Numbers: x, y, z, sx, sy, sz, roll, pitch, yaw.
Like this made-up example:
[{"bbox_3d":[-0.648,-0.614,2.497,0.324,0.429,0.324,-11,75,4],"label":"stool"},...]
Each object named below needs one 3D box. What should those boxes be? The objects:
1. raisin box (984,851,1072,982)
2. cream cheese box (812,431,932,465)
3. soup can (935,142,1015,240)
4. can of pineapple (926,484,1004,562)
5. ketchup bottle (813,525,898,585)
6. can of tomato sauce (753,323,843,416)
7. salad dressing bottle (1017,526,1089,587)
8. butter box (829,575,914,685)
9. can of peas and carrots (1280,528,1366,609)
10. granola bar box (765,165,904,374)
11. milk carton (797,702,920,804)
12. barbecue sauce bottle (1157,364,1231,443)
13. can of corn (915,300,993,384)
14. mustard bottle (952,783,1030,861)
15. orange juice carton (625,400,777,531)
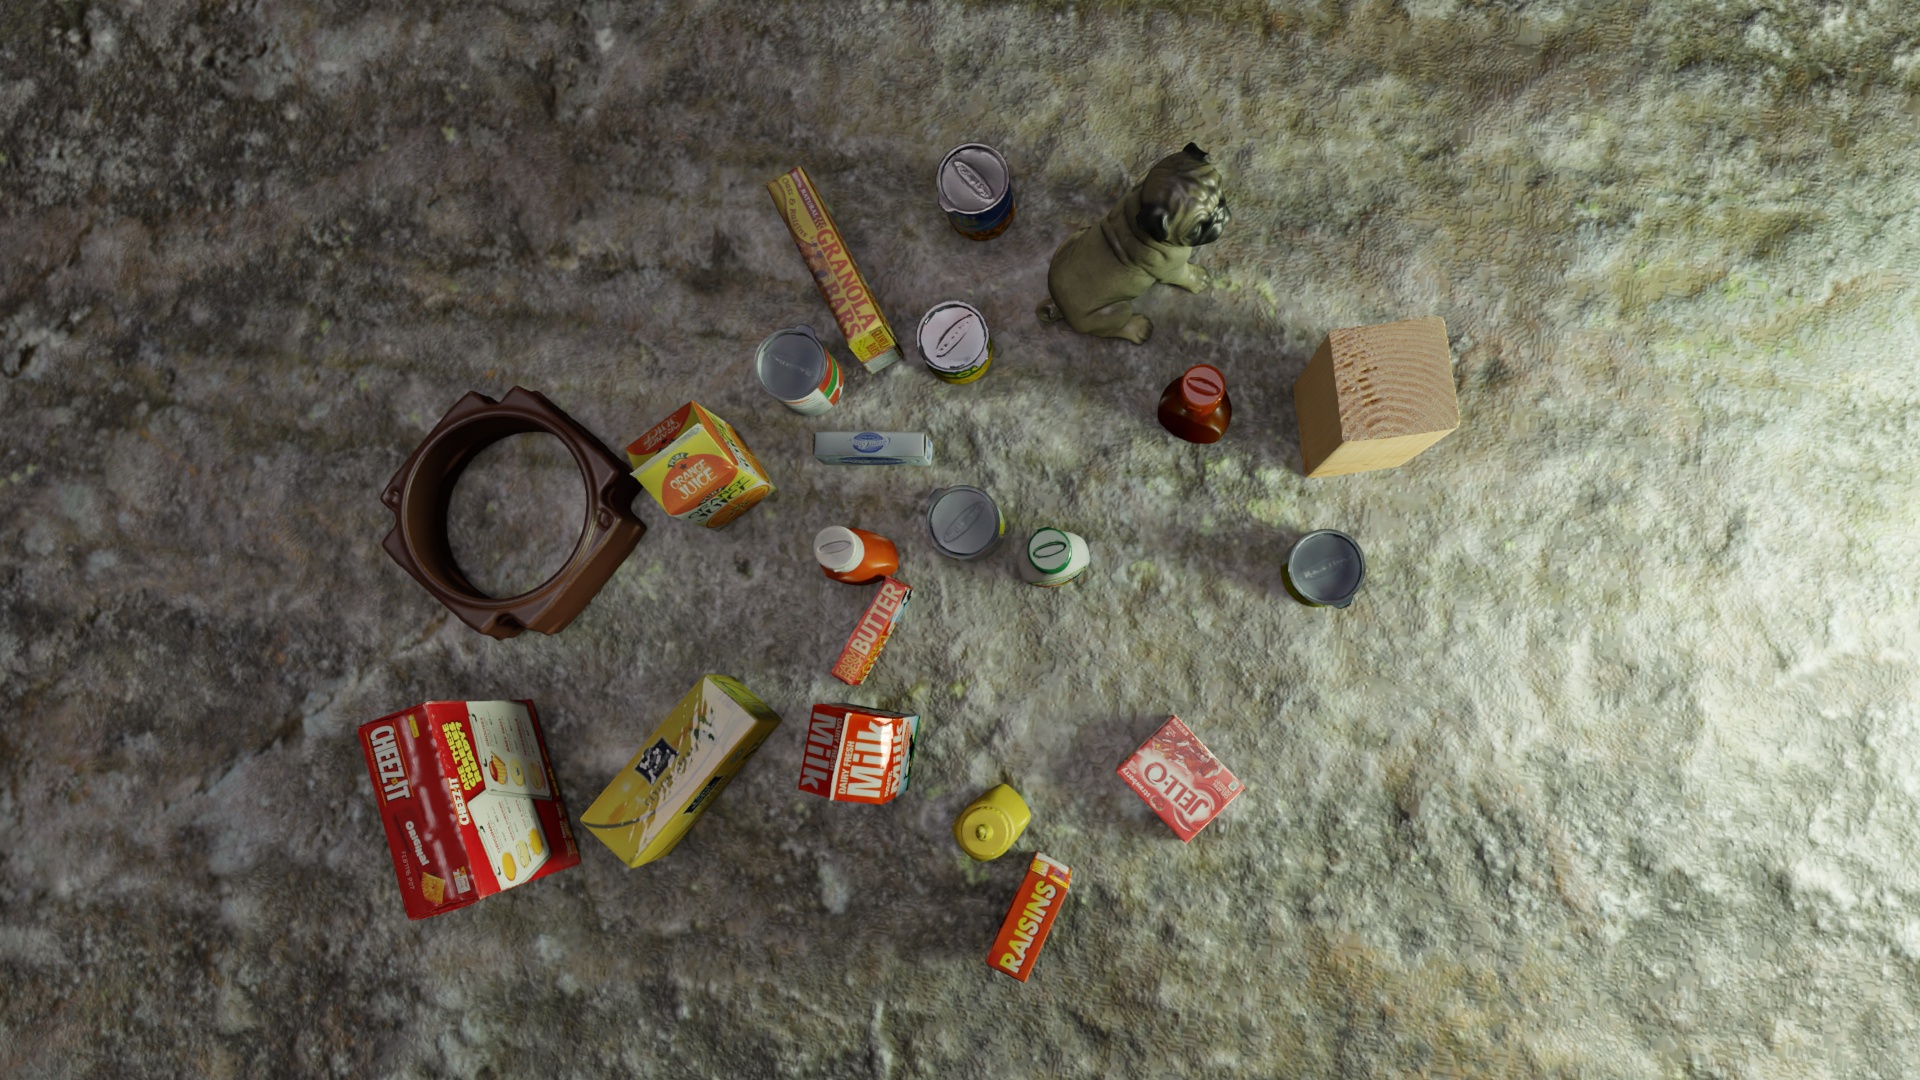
[{"bbox_3d":[0.060,0.317,1.180,0.040,0.123,0.086,26,88,8],"label":"raisin box"},{"bbox_3d":[-0.080,-0.084,1.273,0.104,0.053,0.024,1,85,6],"label":"cream cheese box"},{"bbox_3d":[0.013,-0.316,1.273,0.071,0.083,0.071,-1,84,6],"label":"soup can"},{"bbox_3d":[0.004,-0.016,1.254,0.071,0.058,0.071,-1,84,6],"label":"can of pineapple"},{"bbox_3d":[-0.096,0.013,1.216,0.065,0.148,0.043,-11,83,5],"label":"ketchup bottle"},{"bbox_3d":[-0.146,-0.155,1.272,0.071,0.083,0.071,-1,84,6],"label":"can of tomato sauce"},{"bbox_3d":[0.079,0.014,1.198,0.064,0.147,0.044,-16,83,4],"label":"salad dressing bottle"},{"bbox_3d":[-0.079,0.082,1.255,0.024,0.053,0.103,29,88,8],"label":"butter box"},{"bbox_3d":[0.318,0.027,1.217,0.071,0.058,0.071,-1,84,6],"label":"can of peas and carrots"},{"bbox_3d":[-0.111,-0.242,1.257,0.039,0.124,0.165,-28,82,3],"label":"granola bar box"},{"bbox_3d":[-0.086,0.178,1.176,0.073,0.190,0.072,9,86,7],"label":"milk carton"},{"bbox_3d":[0.204,-0.118,1.199,0.065,0.148,0.043,23,87,8],"label":"barbecue sauce bottle"},{"bbox_3d":[-0.002,-0.179,1.272,0.071,0.058,0.071,-1,84,6],"label":"can of corn"},{"bbox_3d":[0.023,0.242,1.173,0.065,0.160,0.049,-41,82,1],"label":"mustard bottle"},{"bbox_3d":[-0.229,-0.065,1.216,0.072,0.192,0.073,-35,82,2],"label":"orange juice carton"}]
